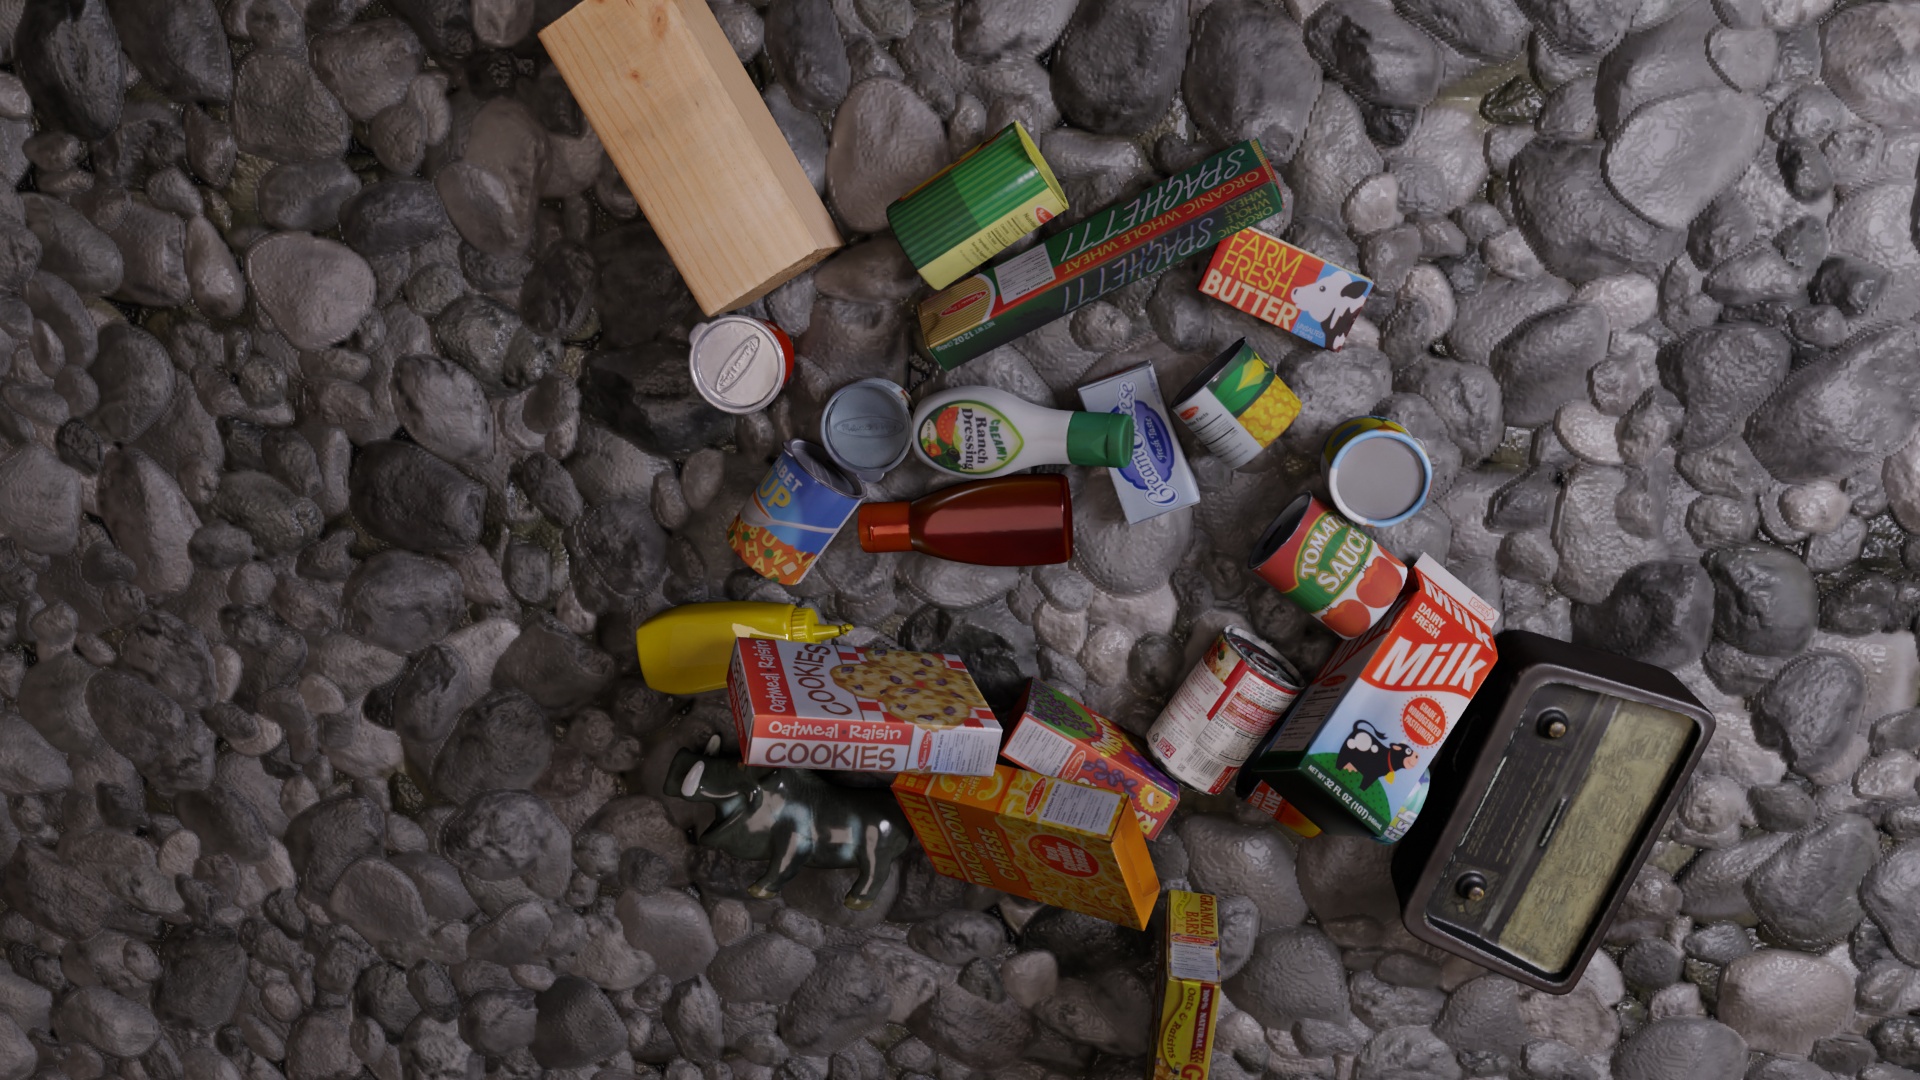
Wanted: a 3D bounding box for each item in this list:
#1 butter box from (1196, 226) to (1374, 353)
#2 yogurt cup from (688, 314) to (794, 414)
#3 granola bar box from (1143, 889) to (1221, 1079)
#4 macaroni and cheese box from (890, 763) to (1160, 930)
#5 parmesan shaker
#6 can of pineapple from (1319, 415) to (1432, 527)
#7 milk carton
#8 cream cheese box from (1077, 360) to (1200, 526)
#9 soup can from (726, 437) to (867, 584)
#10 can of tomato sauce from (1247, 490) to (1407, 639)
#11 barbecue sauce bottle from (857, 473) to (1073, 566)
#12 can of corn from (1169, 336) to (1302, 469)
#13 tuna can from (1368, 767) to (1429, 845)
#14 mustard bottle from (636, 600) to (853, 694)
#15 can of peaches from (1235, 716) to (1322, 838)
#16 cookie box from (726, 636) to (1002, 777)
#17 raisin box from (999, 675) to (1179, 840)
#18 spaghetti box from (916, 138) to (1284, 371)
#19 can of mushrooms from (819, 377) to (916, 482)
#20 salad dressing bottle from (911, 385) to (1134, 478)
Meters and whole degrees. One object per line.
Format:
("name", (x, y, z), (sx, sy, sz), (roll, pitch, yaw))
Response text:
("butter box", (0.213, -0.169, 0.917), (0.103, 0.024, 0.053), (24, 106, 2))
("yogurt cup", (-0.149, -0.125, 0.968), (0.072, 0.054, 0.072), (2, 105, 8))
("granola bar box", (0.158, 0.357, 1.006), (0.039, 0.124, 0.165), (7, 105, 7))
("macaroni and cheese box", (0.047, 0.208, 0.975), (0.166, 0.040, 0.123), (9, 141, 28))
("parmesan shaker", (0.009, -0.220, 0.911), (0.103, 0.071, 0.071), (-30, 98, 15))
("can of pineapple", (0.276, -0.047, 0.921), (0.071, 0.058, 0.070), (2, 104, 8))
("milk carton", (0.286, 0.100, 0.926), (0.072, 0.073, 0.191), (40, 74, -3))
("cream cheese box", (0.124, -0.067, 0.957), (0.053, 0.024, 0.103), (-19, 100, 15))
("soup can", (-0.119, -0.021, 0.982), (0.071, 0.071, 0.083), (38, 107, -2))
("can of tomato sauce", (0.248, 0.017, 0.935), (0.083, 0.071, 0.071), (37, 107, -2))
("barbecue sauce bottle", (0.003, -0.012, 0.979), (0.148, 0.044, 0.064), (-3, 103, 10))
("can of corn", (0.184, -0.091, 0.921), (0.071, 0.071, 0.058), (-42, 95, 16))
("tuna can", (0.295, 0.178, 0.968), (0.033, 0.071, 0.071), (28, 107, 0))
("mustard bottle", (-0.155, 0.075, 1.022), (0.160, 0.049, 0.065), (-6, 101, 9))
("can of peaches", (0.235, 0.169, 0.975), (0.058, 0.071, 0.071), (32, 107, -1))
("cookie box", (-0.070, 0.114, 0.952), (0.168, 0.123, 0.040), (6, 108, -17))
("raisin box", (0.093, 0.152, 0.984), (0.123, 0.086, 0.040), (30, 102, 0))
("spaghetti box", (0.089, -0.187, 0.916), (0.250, 0.050, 0.028), (-24, 137, 14))
("can of mushrooms", (-0.063, -0.078, 0.978), (0.071, 0.033, 0.071), (2, 104, 8))
("salad dressing bottle", (0.042, -0.072, 0.943), (0.147, 0.044, 0.064), (5, 110, 20))
